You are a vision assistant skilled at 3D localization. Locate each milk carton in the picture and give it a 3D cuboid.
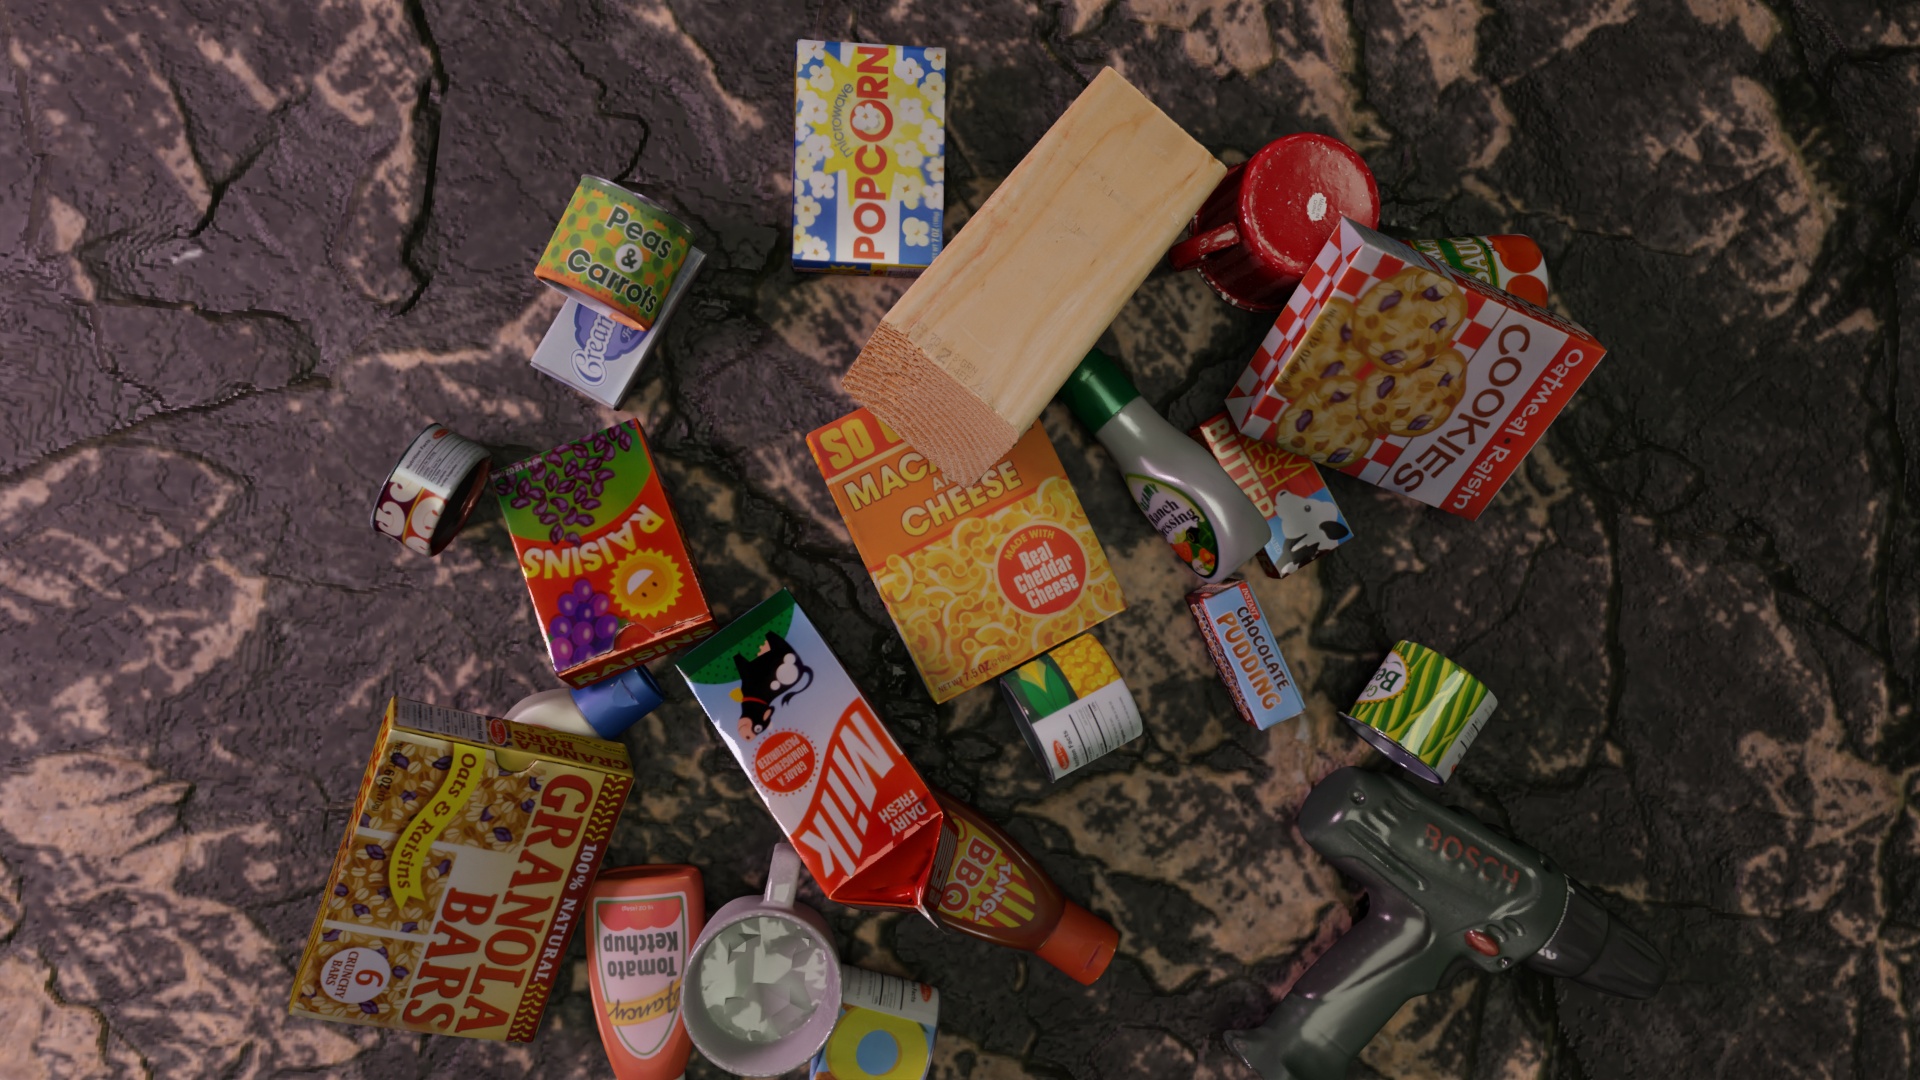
[{"bbox_3d":[-0.063,0.126,0.730,0.073,0.072,0.191,-35,72,-6],"label":"milk carton"}]

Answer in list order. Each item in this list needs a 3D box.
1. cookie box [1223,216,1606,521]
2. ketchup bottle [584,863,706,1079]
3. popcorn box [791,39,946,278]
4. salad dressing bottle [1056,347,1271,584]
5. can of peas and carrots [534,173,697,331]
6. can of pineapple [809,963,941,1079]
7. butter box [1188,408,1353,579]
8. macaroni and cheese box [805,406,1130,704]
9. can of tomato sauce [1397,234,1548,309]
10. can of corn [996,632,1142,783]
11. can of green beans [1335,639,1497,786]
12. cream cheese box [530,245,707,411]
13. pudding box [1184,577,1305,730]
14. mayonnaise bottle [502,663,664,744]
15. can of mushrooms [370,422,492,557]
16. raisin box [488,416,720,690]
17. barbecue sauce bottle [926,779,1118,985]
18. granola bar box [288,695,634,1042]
[{"bbox_3d":[0.252,-0.091,0.773,0.167,0.040,0.122,18,121,-19],"label":"cookie box"},{"bbox_3d":[-0.171,0.255,0.761,0.065,0.043,0.148,-2,90,-4],"label":"ketchup bottle"},{"bbox_3d":[-0.052,-0.214,0.786,0.085,0.038,0.126,1,89,-6],"label":"popcorn box"},{"bbox_3d":[0.113,-0.044,0.794,0.044,0.064,0.148,-38,85,-22],"label":"salad dressing bottle"},{"bbox_3d":[-0.180,-0.150,0.728,0.071,0.071,0.059,26,87,-6],"label":"can of peas and carrots"},{"bbox_3d":[-0.047,0.274,0.764,0.058,0.071,0.071,16,88,-6],"label":"can of pineapple"},{"bbox_3d":[0.182,-0.034,0.817,0.053,0.024,0.103,-30,93,-7],"label":"butter box"},{"bbox_3d":[0.003,-0.010,0.788,0.124,0.040,0.166,-26,92,-8],"label":"macaroni and cheese box"},{"bbox_3d":[0.288,-0.145,0.809,0.083,0.071,0.071,-5,90,-7],"label":"can of tomato sauce"},{"bbox_3d":[0.061,0.092,0.782,0.058,0.071,0.071,-27,92,-7],"label":"can of corn"},{"bbox_3d":[0.266,0.099,0.803,0.071,0.071,0.058,37,85,-5],"label":"can of green beans"},{"bbox_3d":[-0.190,-0.129,0.775,0.053,0.024,0.104,29,86,-5],"label":"cream cheese box"},{"bbox_3d":[0.163,0.064,0.800,0.030,0.049,0.083,-24,92,-5],"label":"pudding box"},{"bbox_3d":[-0.232,0.117,0.757,0.148,0.041,0.064,-36,100,-5],"label":"mayonnaise bottle"},{"bbox_3d":[-0.282,-0.025,0.744,0.033,0.071,0.071,28,86,-6],"label":"can of mushrooms"},{"bbox_3d":[-0.190,0.007,0.747,0.086,0.040,0.123,-21,73,-8],"label":"raisin box"},{"bbox_3d":[0.019,0.197,0.784,0.148,0.043,0.065,33,84,-5],"label":"barbecue sauce bottle"},{"bbox_3d":[-0.257,0.174,0.719,0.124,0.039,0.165,18,101,-26],"label":"granola bar box"}]
